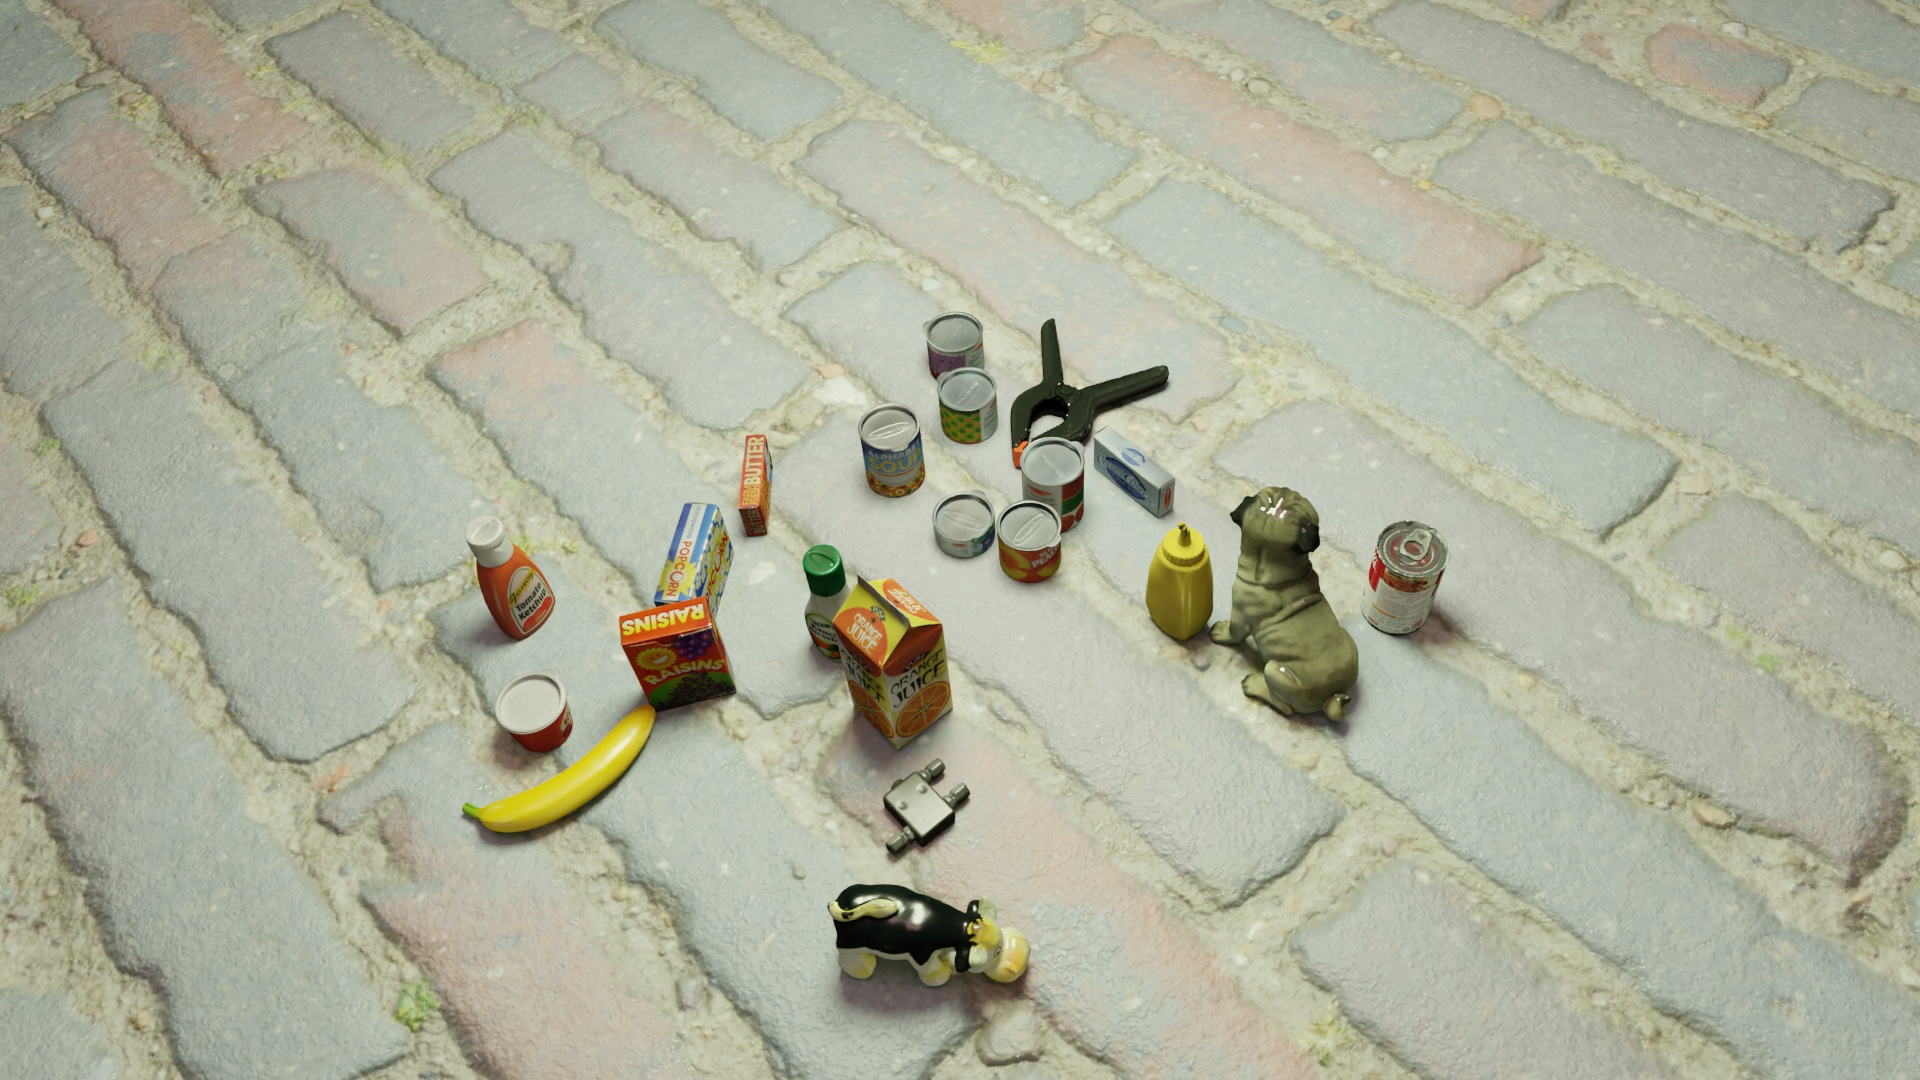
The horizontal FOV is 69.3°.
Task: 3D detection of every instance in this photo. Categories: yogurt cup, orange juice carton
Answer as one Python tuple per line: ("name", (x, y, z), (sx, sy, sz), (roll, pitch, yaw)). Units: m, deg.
("yogurt cup", (-0.409, 0.169, 1.342), (0.072, 0.053, 0.073), (-2, 52, 3))
("orange juice carton", (-0.062, 0.105, 1.278), (0.073, 0.191, 0.072), (-36, 58, -21))

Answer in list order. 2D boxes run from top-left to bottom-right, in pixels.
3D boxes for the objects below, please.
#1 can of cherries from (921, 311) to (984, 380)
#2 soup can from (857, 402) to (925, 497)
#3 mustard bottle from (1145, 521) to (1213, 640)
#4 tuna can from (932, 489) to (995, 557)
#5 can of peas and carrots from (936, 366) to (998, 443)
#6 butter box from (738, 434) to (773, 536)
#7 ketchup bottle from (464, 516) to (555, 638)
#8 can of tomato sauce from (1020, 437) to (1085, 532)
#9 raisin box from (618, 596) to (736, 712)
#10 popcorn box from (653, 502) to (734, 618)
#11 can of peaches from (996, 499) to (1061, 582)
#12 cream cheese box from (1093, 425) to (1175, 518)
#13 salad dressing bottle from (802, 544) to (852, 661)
("can of cherries", (-0.008, -0.223, 1.611), (0.071, 0.058, 0.072), (-2, 52, 3))
("soup can", (-0.073, -0.095, 1.501), (0.071, 0.083, 0.072), (-2, 53, 3))
("mustard bottle", (0.213, 0.032, 1.334), (0.049, 0.159, 0.065), (-37, 59, -21))
("tuna can", (0.005, -0.018, 1.468), (0.071, 0.032, 0.071), (-2, 52, 3))
("can of peas and carrots", (0.007, -0.152, 1.554), (0.071, 0.058, 0.071), (-2, 52, 3))
("butter box", (-0.221, -0.060, 1.505), (0.024, 0.052, 0.104), (-3, 52, 2))
("ketchup bottle", (-0.454, 0.034, 1.390), (0.043, 0.148, 0.065), (23, 58, 20))
("can of tomato sauce", (0.099, -0.058, 1.460), (0.071, 0.082, 0.071), (-2, 53, 3))
("raisin box", (-0.270, 0.111, 1.333), (0.086, 0.122, 0.040), (-13, 53, -5))
("popcorn box", (-0.270, 0.035, 1.415), (0.038, 0.084, 0.127), (4, 53, 7))
("can of peaches", (0.073, 0.002, 1.431), (0.071, 0.057, 0.071), (-2, 52, 3))
("cream cheese box", (0.184, -0.073, 1.484), (0.024, 0.053, 0.104), (-35, 58, -20))
("salad dressing bottle", (-0.125, 0.061, 1.345), (0.064, 0.147, 0.044), (22, 58, 20))
